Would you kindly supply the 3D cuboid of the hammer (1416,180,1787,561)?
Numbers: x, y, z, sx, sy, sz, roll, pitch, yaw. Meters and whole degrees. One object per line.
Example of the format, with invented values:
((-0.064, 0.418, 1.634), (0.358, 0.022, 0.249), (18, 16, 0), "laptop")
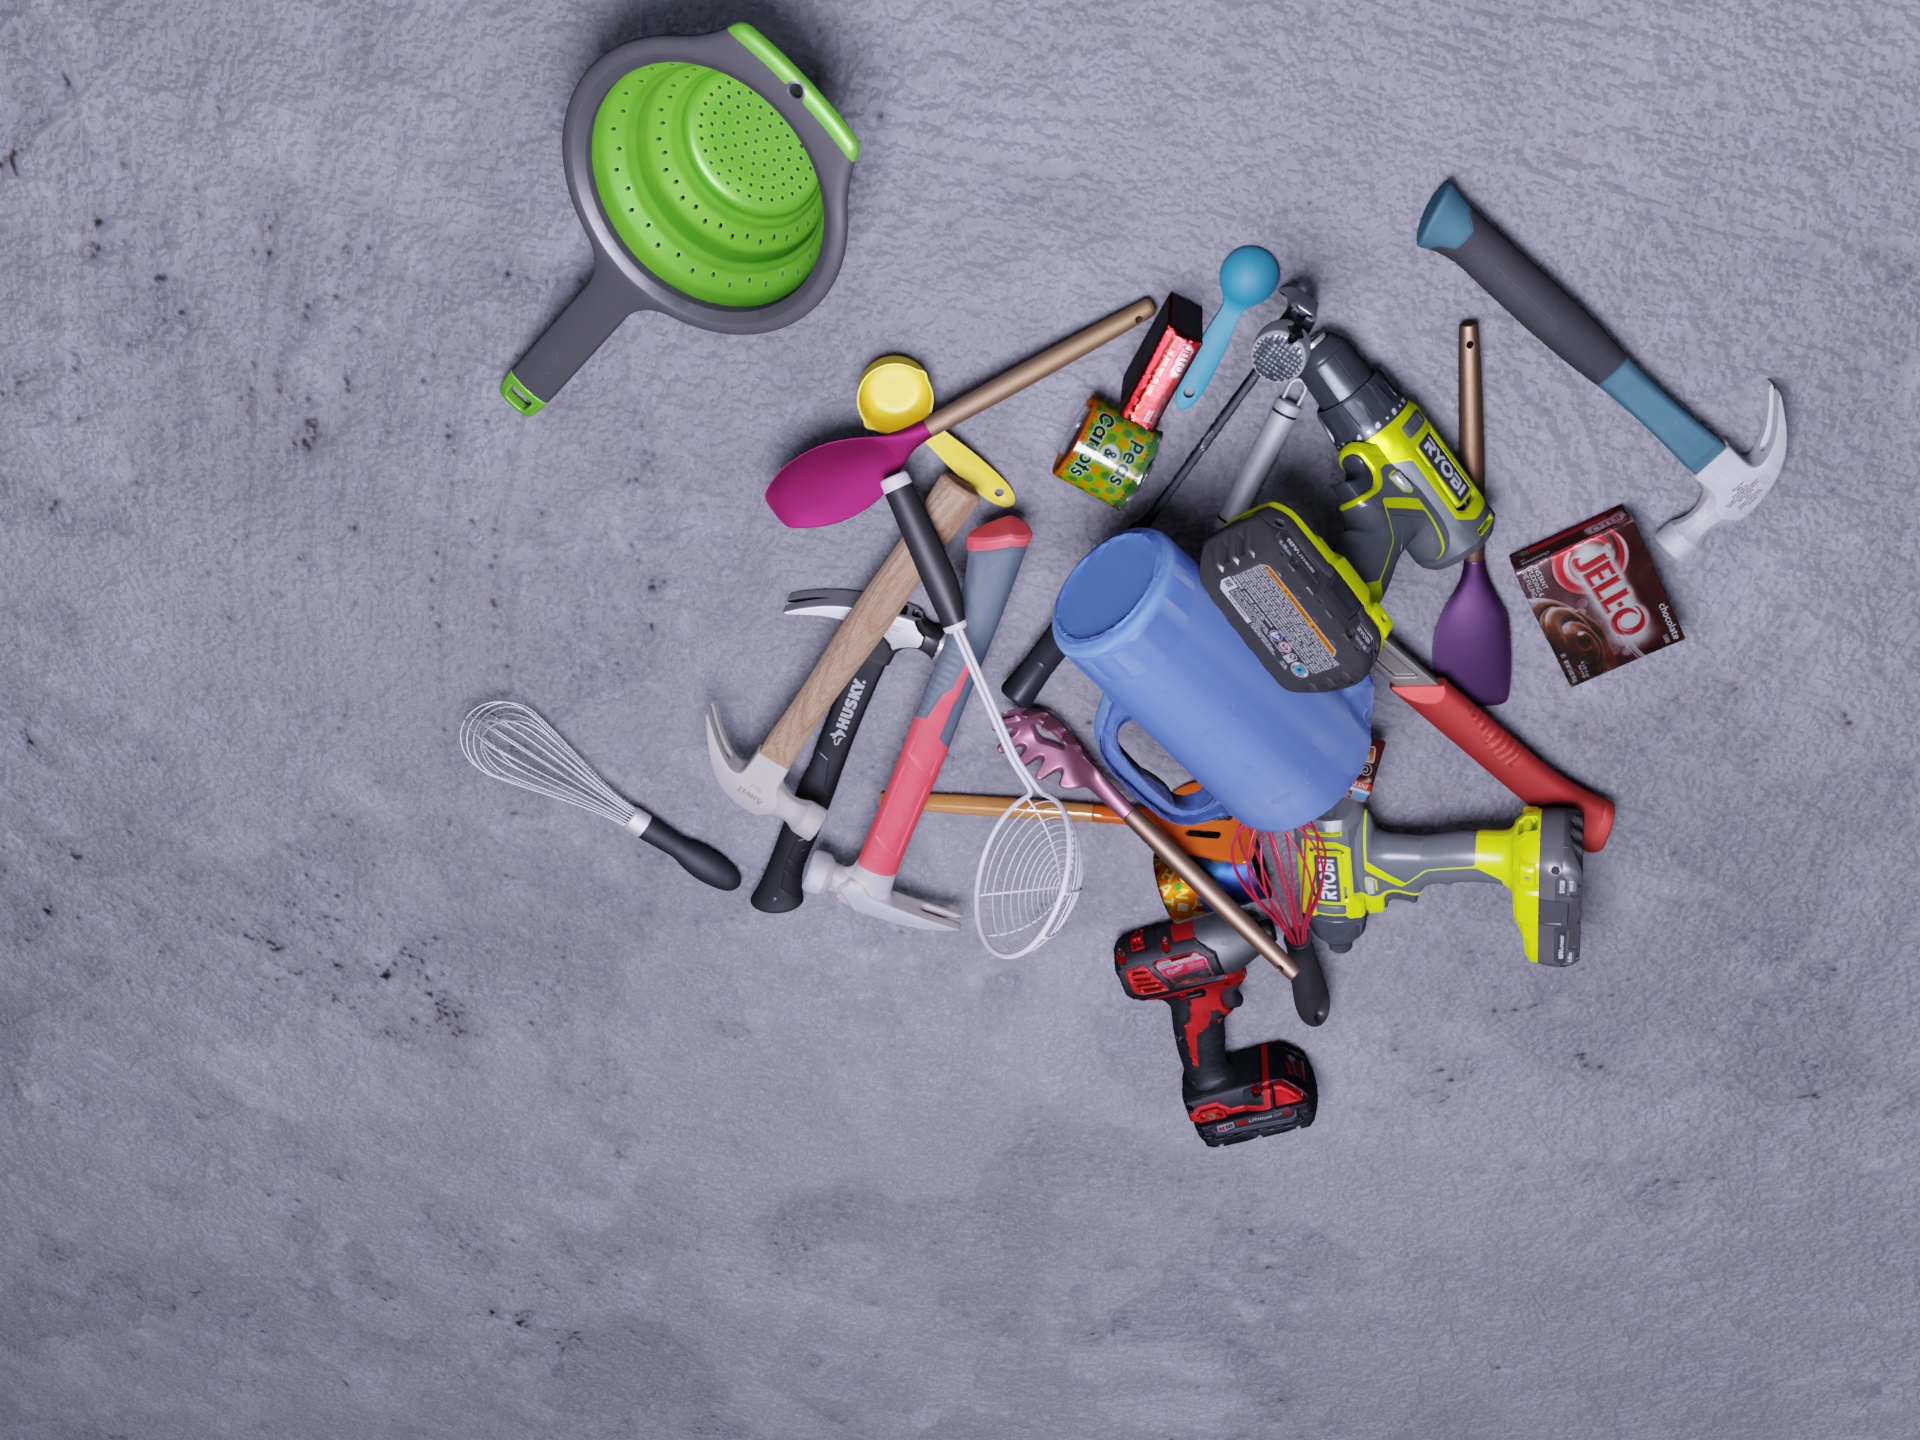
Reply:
((0.445, -0.253, 1.114), (0.331, 0.033, 0.128), (36, 119, -13), "hammer")

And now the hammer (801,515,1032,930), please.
((-0.008, 0.012, 1.289), (0.143, 0.038, 0.386), (18, 121, -7), "hammer")

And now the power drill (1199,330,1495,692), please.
((0.263, -0.147, 1.100), (0.190, 0.228, 0.080), (50, 146, -12), "power drill")

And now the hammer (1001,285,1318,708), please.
((0.138, -0.150, 1.179), (0.036, 0.149, 0.408), (34, 128, -3), "hammer")

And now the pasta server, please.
((0.153, 0.099, 1.296), (0.316, 0.040, 0.060), (44, 139, 9), "pasta server")

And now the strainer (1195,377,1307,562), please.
((0.201, -0.141, 1.208), (0.087, 0.050, 0.258), (34, 116, 18), "strainer")

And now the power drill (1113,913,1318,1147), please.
((0.239, 0.268, 1.425), (0.143, 0.079, 0.219), (-18, 113, 17), "power drill")

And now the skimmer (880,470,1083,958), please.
((-0.002, -0.004, 1.184), (0.127, 0.090, 0.363), (-11, 104, 59), "skimmer")

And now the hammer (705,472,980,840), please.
((-0.091, -0.056, 1.259), (0.130, 0.031, 0.331), (32, 113, -11), "hammer")

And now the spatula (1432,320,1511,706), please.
((0.383, -0.145, 1.195), (0.060, 0.018, 0.315), (-3, 121, 13), "spatula")

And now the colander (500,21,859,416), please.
((-0.209, -0.342, 1.128), (0.204, 0.095, 0.397), (43, 134, -18), "colander")

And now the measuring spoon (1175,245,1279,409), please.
((0.187, -0.277, 1.140), (0.042, 0.021, 0.128), (23, 119, -6), "measuring spoon")

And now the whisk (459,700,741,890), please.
((-0.311, 0.071, 1.396), (0.284, 0.070, 0.070), (35, 119, -19), "whisk")

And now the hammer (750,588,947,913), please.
((-0.120, 0.036, 1.358), (0.146, 0.035, 0.334), (21, 121, -6), "hammer")

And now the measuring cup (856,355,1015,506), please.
((-0.015, -0.217, 1.207), (0.062, 0.029, 0.156), (-40, 120, 21), "measuring cup")

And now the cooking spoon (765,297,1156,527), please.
((-0.001, -0.228, 1.170), (0.319, 0.017, 0.068), (-26, 131, 11), "cooking spoon")

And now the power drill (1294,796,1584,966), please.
((0.392, 0.134, 1.308), (0.223, 0.080, 0.171), (2, 130, 22), "power drill")

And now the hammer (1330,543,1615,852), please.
((0.380, -0.003, 1.261), (0.359, 0.037, 0.149), (37, 130, -17), "hammer")

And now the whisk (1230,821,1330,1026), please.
((0.275, 0.167, 1.308), (0.073, 0.073, 0.295), (-10, 135, 13), "whisk")

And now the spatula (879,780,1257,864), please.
((0.088, 0.074, 1.346), (0.322, 0.041, 0.081), (3, 76, 9), "spatula")
